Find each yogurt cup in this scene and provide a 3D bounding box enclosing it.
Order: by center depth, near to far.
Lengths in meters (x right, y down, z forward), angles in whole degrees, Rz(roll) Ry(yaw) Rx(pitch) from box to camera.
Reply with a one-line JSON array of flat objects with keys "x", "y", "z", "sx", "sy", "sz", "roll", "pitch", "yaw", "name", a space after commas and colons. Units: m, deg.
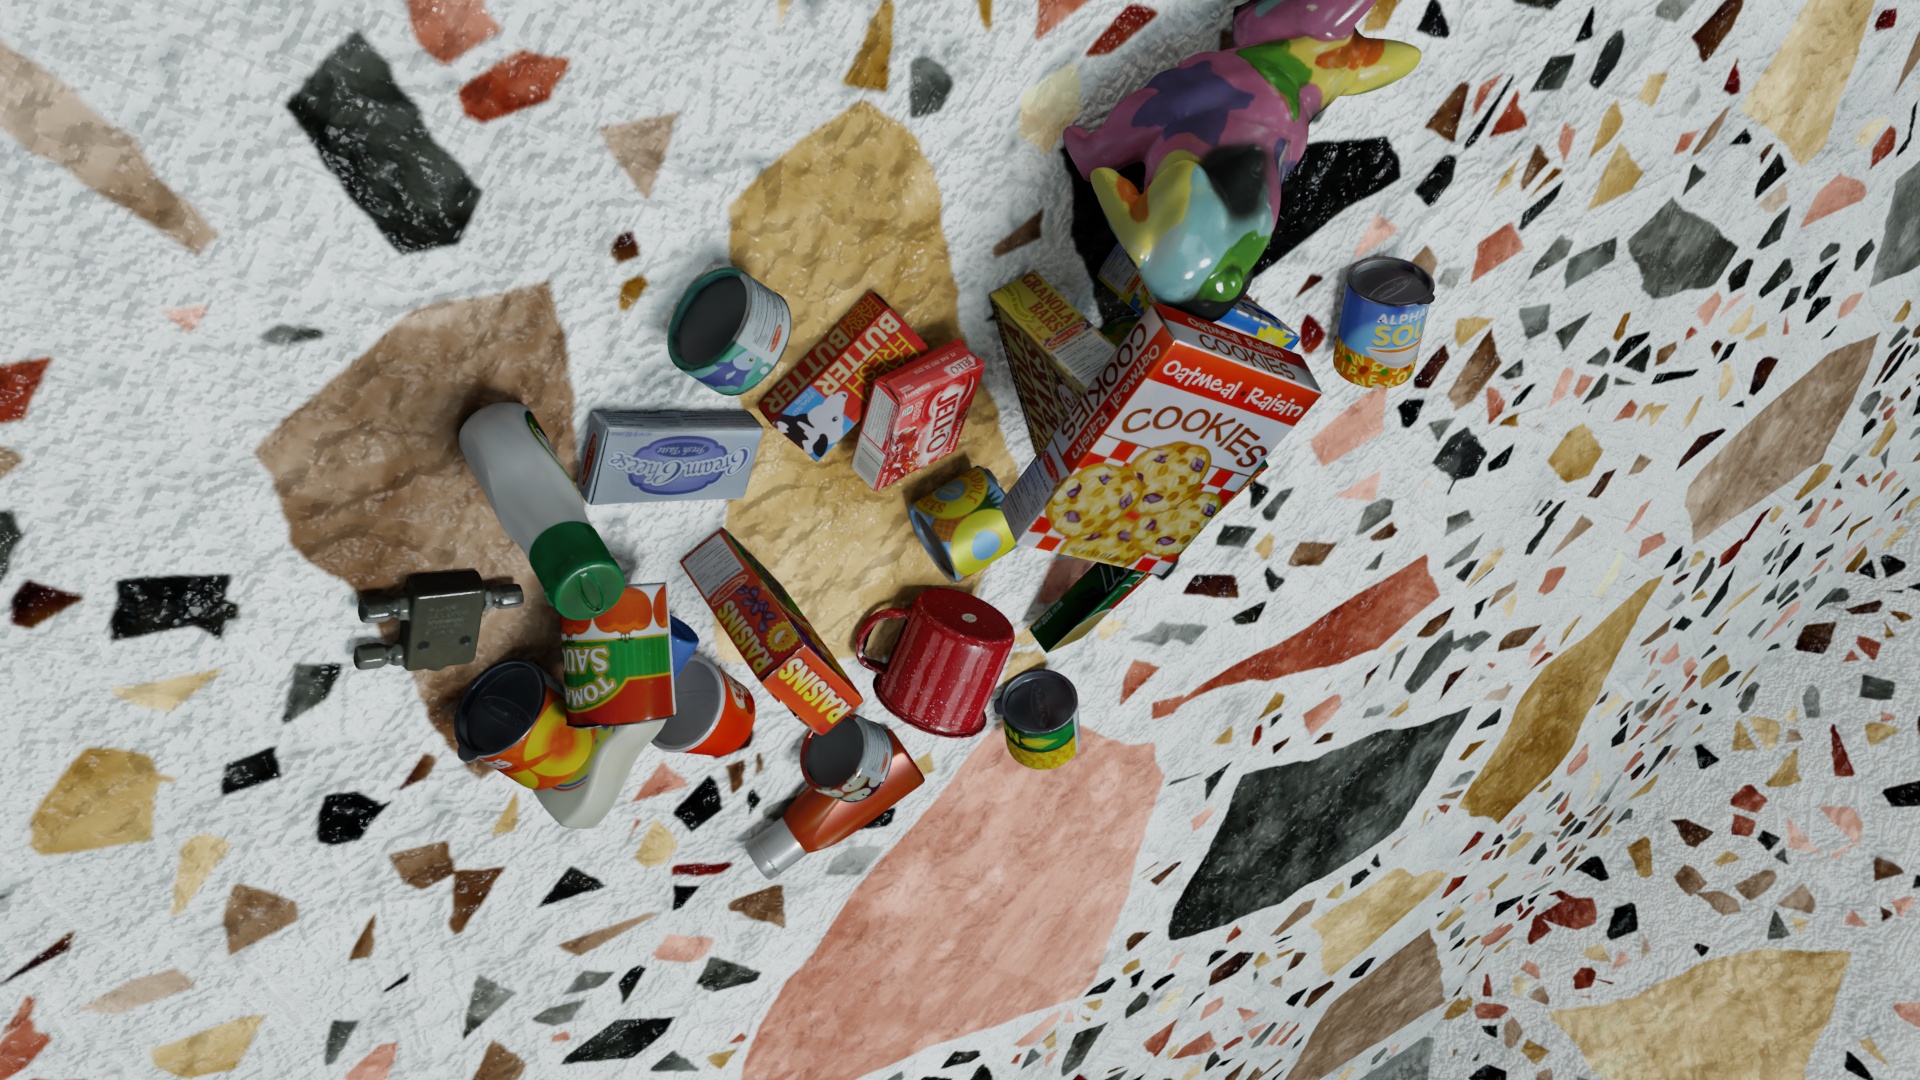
[{"x": -0.177, "y": 0.116, "z": 0.952, "sx": 0.072, "sy": 0.072, "sz": 0.054, "roll": -45, "pitch": 149, "yaw": 4, "name": "yogurt cup"}]

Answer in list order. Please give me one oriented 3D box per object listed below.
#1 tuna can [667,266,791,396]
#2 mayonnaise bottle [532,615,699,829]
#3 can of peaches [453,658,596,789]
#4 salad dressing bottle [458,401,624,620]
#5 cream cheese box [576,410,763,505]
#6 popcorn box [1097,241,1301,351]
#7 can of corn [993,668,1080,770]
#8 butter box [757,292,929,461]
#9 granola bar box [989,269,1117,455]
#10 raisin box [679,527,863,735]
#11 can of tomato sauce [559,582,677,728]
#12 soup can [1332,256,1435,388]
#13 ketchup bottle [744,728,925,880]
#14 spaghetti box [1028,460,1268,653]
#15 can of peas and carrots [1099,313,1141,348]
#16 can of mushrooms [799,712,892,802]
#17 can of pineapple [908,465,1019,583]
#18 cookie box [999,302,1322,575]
[{"x": -0.132, "y": -0.117, "z": 0.776, "sx": 0.071, "sy": 0.071, "sz": 0.033, "roll": -49, "pitch": 139, "yaw": 9, "name": "tuna can"}, {"x": -0.226, "y": 0.116, "z": 0.914, "sx": 0.148, "sy": 0.065, "sz": 0.041, "roll": -55, "pitch": 146, "yaw": 10, "name": "mayonnaise bottle"}, {"x": -0.273, "y": 0.118, "z": 0.870, "sx": 0.071, "sy": 0.071, "sz": 0.058, "roll": -39, "pitch": 141, "yaw": -3, "name": "can of peaches"}, {"x": -0.220, "y": -0.017, "z": 0.728, "sx": 0.044, "sy": 0.148, "sz": 0.064, "roll": -27, "pitch": 139, "yaw": -18, "name": "salad dressing bottle"}, {"x": -0.173, "y": -0.050, "z": 0.833, "sx": 0.104, "sy": 0.024, "sz": 0.053, "roll": -4, "pitch": 128, "yaw": -37, "name": "cream cheese box"}, {"x": 0.165, "y": -0.161, "z": 0.961, "sx": 0.127, "sy": 0.085, "sz": 0.038, "roll": 10, "pitch": 120, "yaw": -44, "name": "popcorn box"}, {"x": 0.066, "y": 0.154, "z": 1.184, "sx": 0.071, "sy": 0.071, "sz": 0.058, "roll": -28, "pitch": 139, "yaw": -17, "name": "can of corn"}, {"x": -0.072, "y": -0.102, "z": 0.869, "sx": 0.103, "sy": 0.024, "sz": 0.053, "roll": -45, "pitch": 141, "yaw": 4, "name": "butter box"}, {"x": 0.080, "y": -0.083, "z": 0.931, "sx": 0.039, "sy": 0.124, "sz": 0.164, "roll": -31, "pitch": 139, "yaw": -8, "name": "granola bar box"}, {"x": -0.122, "y": 0.059, "z": 0.896, "sx": 0.040, "sy": 0.124, "sz": 0.086, "roll": -40, "pitch": 141, "yaw": -3, "name": "raisin box"}, {"x": -0.211, "y": 0.069, "z": 0.850, "sx": 0.071, "sy": 0.071, "sz": 0.083, "roll": -4, "pitch": 89, "yaw": -37, "name": "can of tomato sauce"}, {"x": 0.337, "y": -0.171, "z": 1.104, "sx": 0.071, "sy": 0.071, "sz": 0.083, "roll": -24, "pitch": 138, "yaw": -20, "name": "soup can"}, {"x": -0.102, "y": 0.215, "z": 1.118, "sx": 0.149, "sy": 0.044, "sz": 0.064, "roll": -35, "pitch": 139, "yaw": -8, "name": "ketchup bottle"}, {"x": 0.140, "y": 0.008, "z": 1.066, "sx": 0.050, "sy": 0.029, "sz": 0.248, "roll": -19, "pitch": 158, "yaw": -45, "name": "spaghetti box"}, {"x": 0.129, "y": -0.120, "z": 0.990, "sx": 0.071, "sy": 0.059, "sz": 0.070, "roll": -23, "pitch": 137, "yaw": -22, "name": "can of peas and carrots"}, {"x": -0.090, "y": 0.166, "z": 1.067, "sx": 0.071, "sy": 0.071, "sz": 0.033, "roll": -47, "pitch": 141, "yaw": 6, "name": "can of mushrooms"}, {"x": 0.003, "y": -0.012, "z": 0.980, "sx": 0.058, "sy": 0.071, "sz": 0.070, "roll": -31, "pitch": 140, "yaw": -12, "name": "can of pineapple"}, {"x": 0.120, "y": -0.057, "z": 0.848, "sx": 0.123, "sy": 0.040, "sz": 0.166, "roll": 12, "pitch": 129, "yaw": -34, "name": "cookie box"}]
